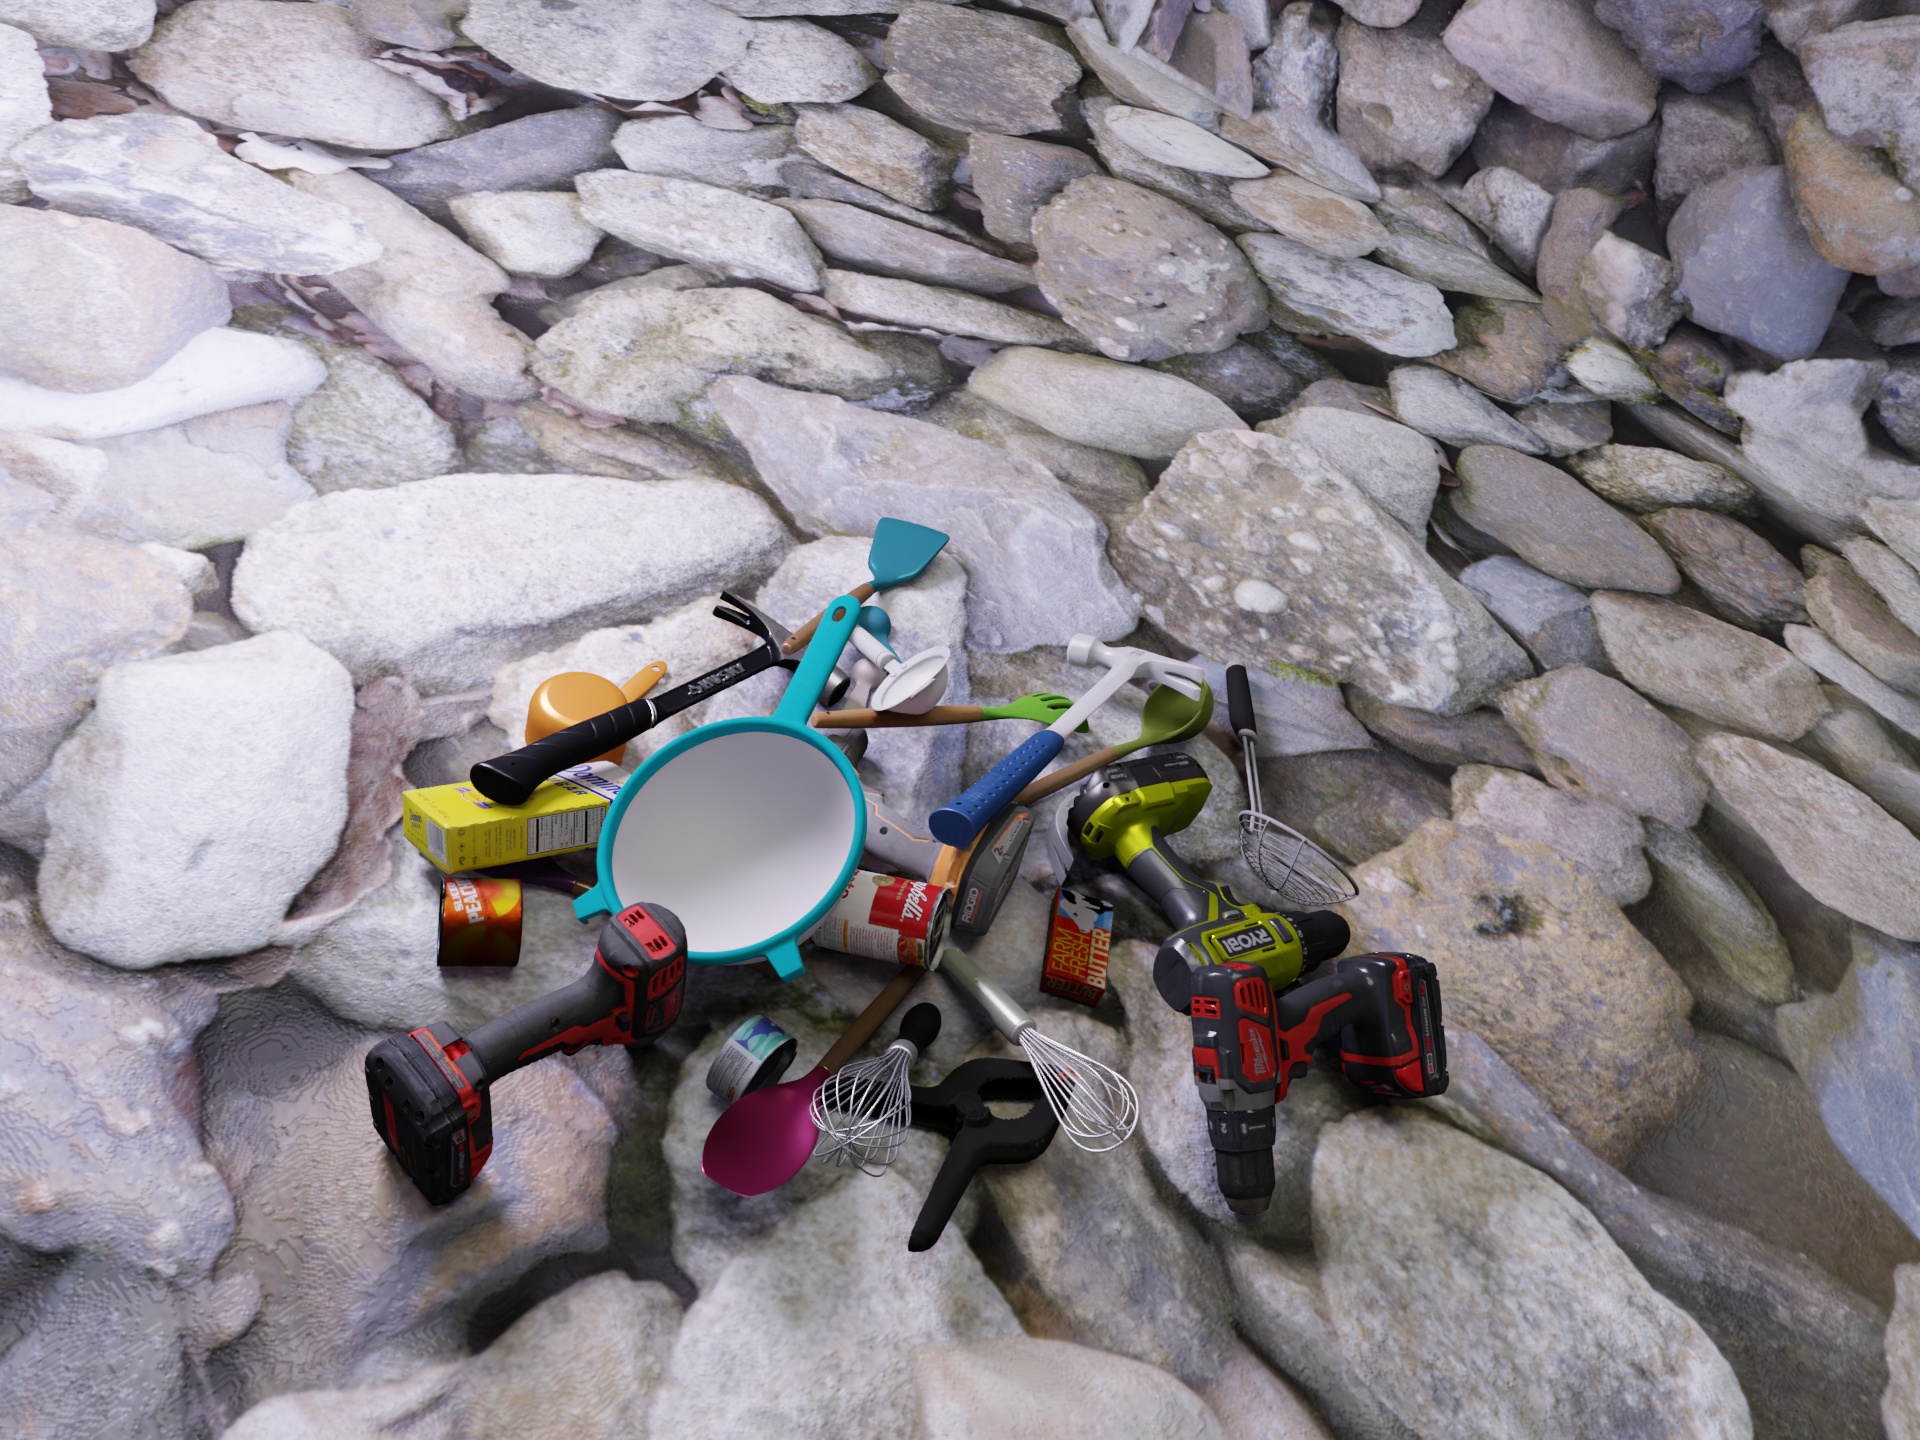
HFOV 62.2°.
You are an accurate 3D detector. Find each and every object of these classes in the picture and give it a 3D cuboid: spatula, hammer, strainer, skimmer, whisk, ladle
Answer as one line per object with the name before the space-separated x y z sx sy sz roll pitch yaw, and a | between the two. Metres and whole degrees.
spatula | -0.281 0.139 1.263 0.316 0.018 0.060 22 38 4
hammer | -0.259 -0.016 1.362 0.149 0.036 0.409 40 33 13
hammer | 0.091 0.013 1.425 0.144 0.035 0.405 15 28 23
strainer | -0.063 -0.052 1.481 0.087 0.050 0.259 -39 28 -5
skimmer | 0.311 0.042 1.552 0.127 0.090 0.364 41 30 -26
whisk | -0.048 0.250 1.127 0.070 0.070 0.284 25 10 6
ladle | 0.124 0.030 1.519 0.320 0.062 0.078 -24 19 -35
strainer | -0.144 0.056 1.263 0.211 0.095 0.341 12 59 20
spatula | -0.104 -0.133 1.591 0.082 0.044 0.317 18 28 14
whisk | 0.053 0.245 1.220 0.059 0.057 0.247 -46 42 -6
hammer | 0.211 0.176 1.407 0.331 0.033 0.128 39 43 21

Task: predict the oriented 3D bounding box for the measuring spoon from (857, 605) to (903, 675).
measuring spoon | -0.071 -0.074 1.579 0.042 0.021 0.129 -7 45 -27

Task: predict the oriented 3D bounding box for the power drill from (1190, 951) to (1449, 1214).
power drill | 0.278 0.276 1.252 0.226 0.080 0.188 -2 85 -33

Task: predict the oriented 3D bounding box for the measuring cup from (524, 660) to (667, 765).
measuring cup | -0.310 -0.024 1.404 0.095 0.052 0.174 30 43 11

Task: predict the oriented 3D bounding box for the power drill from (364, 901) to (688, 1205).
power drill | -0.284 0.223 1.085 0.219 0.143 0.079 -31 62 -35

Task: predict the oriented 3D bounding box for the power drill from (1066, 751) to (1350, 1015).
power drill | 0.212 0.137 1.368 0.190 0.080 0.229 -10 51 -32

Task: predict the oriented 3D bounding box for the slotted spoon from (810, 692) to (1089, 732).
slotted spoon | -0.002 -0.005 1.483 0.313 0.031 0.070 -2 27 -37

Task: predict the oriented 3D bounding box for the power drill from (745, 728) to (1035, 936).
power drill | -0.054 0.080 1.374 0.226 0.084 0.185 21 32 9

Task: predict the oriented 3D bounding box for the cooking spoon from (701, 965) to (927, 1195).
cooking spoon | -0.090 0.249 1.180 0.069 0.017 0.319 24 31 16

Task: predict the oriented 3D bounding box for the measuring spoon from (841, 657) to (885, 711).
measuring spoon | -0.097 -0.021 1.514 0.034 0.018 0.124 19 41 -1
